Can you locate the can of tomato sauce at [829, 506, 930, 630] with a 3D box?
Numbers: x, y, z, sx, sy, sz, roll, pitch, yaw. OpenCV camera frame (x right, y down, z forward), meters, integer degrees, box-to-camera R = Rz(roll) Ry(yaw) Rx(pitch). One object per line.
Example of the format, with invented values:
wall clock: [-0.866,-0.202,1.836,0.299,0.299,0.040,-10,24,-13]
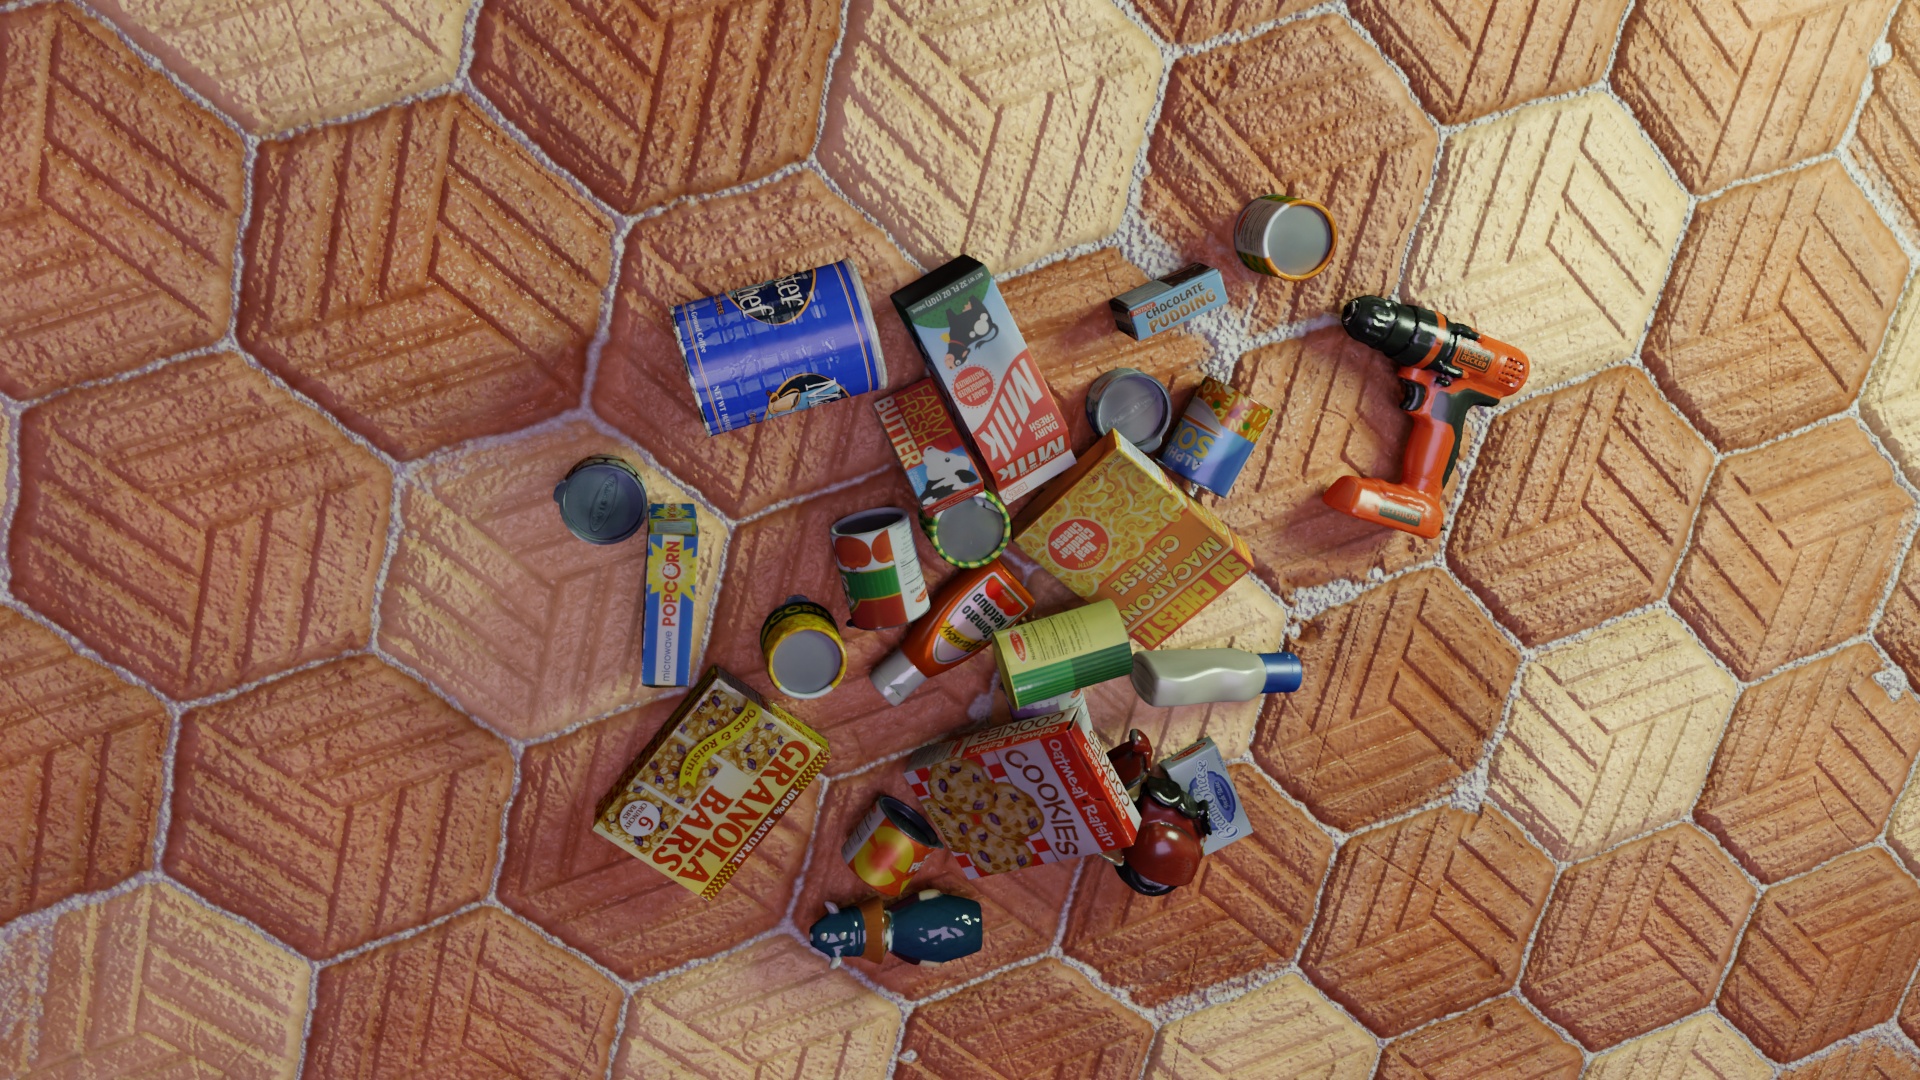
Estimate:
can of tomato sauce: [-0.068,0.023,1.130,0.071,0.071,0.082,-15,109,-8]

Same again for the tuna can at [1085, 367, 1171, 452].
tuna can: [0.141,-0.108,1.156,0.071,0.033,0.070,-4,107,-12]

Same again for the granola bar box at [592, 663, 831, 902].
granola bar box: [-0.208,0.204,1.166,0.124,0.039,0.165,38,95,-20]

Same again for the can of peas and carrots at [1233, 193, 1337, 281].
can of peas and carrots: [0.266,-0.246,1.129,0.071,0.059,0.070,-4,108,-11]

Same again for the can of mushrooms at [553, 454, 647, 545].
can of mushrooms: [-0.280,-0.033,1.082,0.071,0.033,0.070,-4,108,-12]

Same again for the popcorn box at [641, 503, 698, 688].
popcorn box: [-0.229,0.042,1.088,0.038,0.085,0.126,3,106,-13]

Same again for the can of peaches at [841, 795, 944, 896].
can of peaches: [-0.059,0.266,1.203,0.071,0.071,0.058,36,97,-20]

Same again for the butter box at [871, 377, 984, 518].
butter box: [-0.026,-0.075,1.102,0.053,0.024,0.104,-25,71,-4]

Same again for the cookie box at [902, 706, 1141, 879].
cookie box: [0.052,0.218,1.182,0.167,0.040,0.122,-19,110,29]

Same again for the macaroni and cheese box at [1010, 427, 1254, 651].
macaroni and cheese box: [0.144,0.002,1.168,0.166,0.040,0.123,38,114,-21]

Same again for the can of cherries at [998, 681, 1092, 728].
can of cherries: [0.074,0.146,1.201,0.071,0.071,0.058,-19,111,-7]

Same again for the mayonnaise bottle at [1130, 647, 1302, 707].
mayonnaise bottle: [0.229,0.120,1.230,0.148,0.065,0.041,0,110,-17]

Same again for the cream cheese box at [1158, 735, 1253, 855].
cream cheese box: [0.227,0.236,1.284,0.053,0.024,0.103,-27,110,-2]

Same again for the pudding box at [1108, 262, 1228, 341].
pudding box: [0.169,-0.195,1.127,0.084,0.050,0.030,-24,112,-5]

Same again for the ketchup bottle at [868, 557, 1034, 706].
ketchup bottle: [-0.011,0.078,1.171,0.149,0.044,0.064,-41,118,2]

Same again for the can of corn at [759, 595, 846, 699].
can of corn: [-0.129,0.087,1.139,0.071,0.058,0.071,-4,108,-12]

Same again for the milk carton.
milk carton: [0.023,-0.124,1.102,0.072,0.073,0.190,-30,111,-2]

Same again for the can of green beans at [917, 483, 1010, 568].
can of green beans: [0.003,-0.016,1.138,0.071,0.058,0.071,-4,108,-12]

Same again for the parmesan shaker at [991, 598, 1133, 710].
parmesan shaker: [0.085,0.096,1.148,0.103,0.071,0.071,-16,109,-6]

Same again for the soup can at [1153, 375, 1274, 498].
soup can: [0.211,-0.087,1.160,0.071,0.071,0.083,25,99,-19]
